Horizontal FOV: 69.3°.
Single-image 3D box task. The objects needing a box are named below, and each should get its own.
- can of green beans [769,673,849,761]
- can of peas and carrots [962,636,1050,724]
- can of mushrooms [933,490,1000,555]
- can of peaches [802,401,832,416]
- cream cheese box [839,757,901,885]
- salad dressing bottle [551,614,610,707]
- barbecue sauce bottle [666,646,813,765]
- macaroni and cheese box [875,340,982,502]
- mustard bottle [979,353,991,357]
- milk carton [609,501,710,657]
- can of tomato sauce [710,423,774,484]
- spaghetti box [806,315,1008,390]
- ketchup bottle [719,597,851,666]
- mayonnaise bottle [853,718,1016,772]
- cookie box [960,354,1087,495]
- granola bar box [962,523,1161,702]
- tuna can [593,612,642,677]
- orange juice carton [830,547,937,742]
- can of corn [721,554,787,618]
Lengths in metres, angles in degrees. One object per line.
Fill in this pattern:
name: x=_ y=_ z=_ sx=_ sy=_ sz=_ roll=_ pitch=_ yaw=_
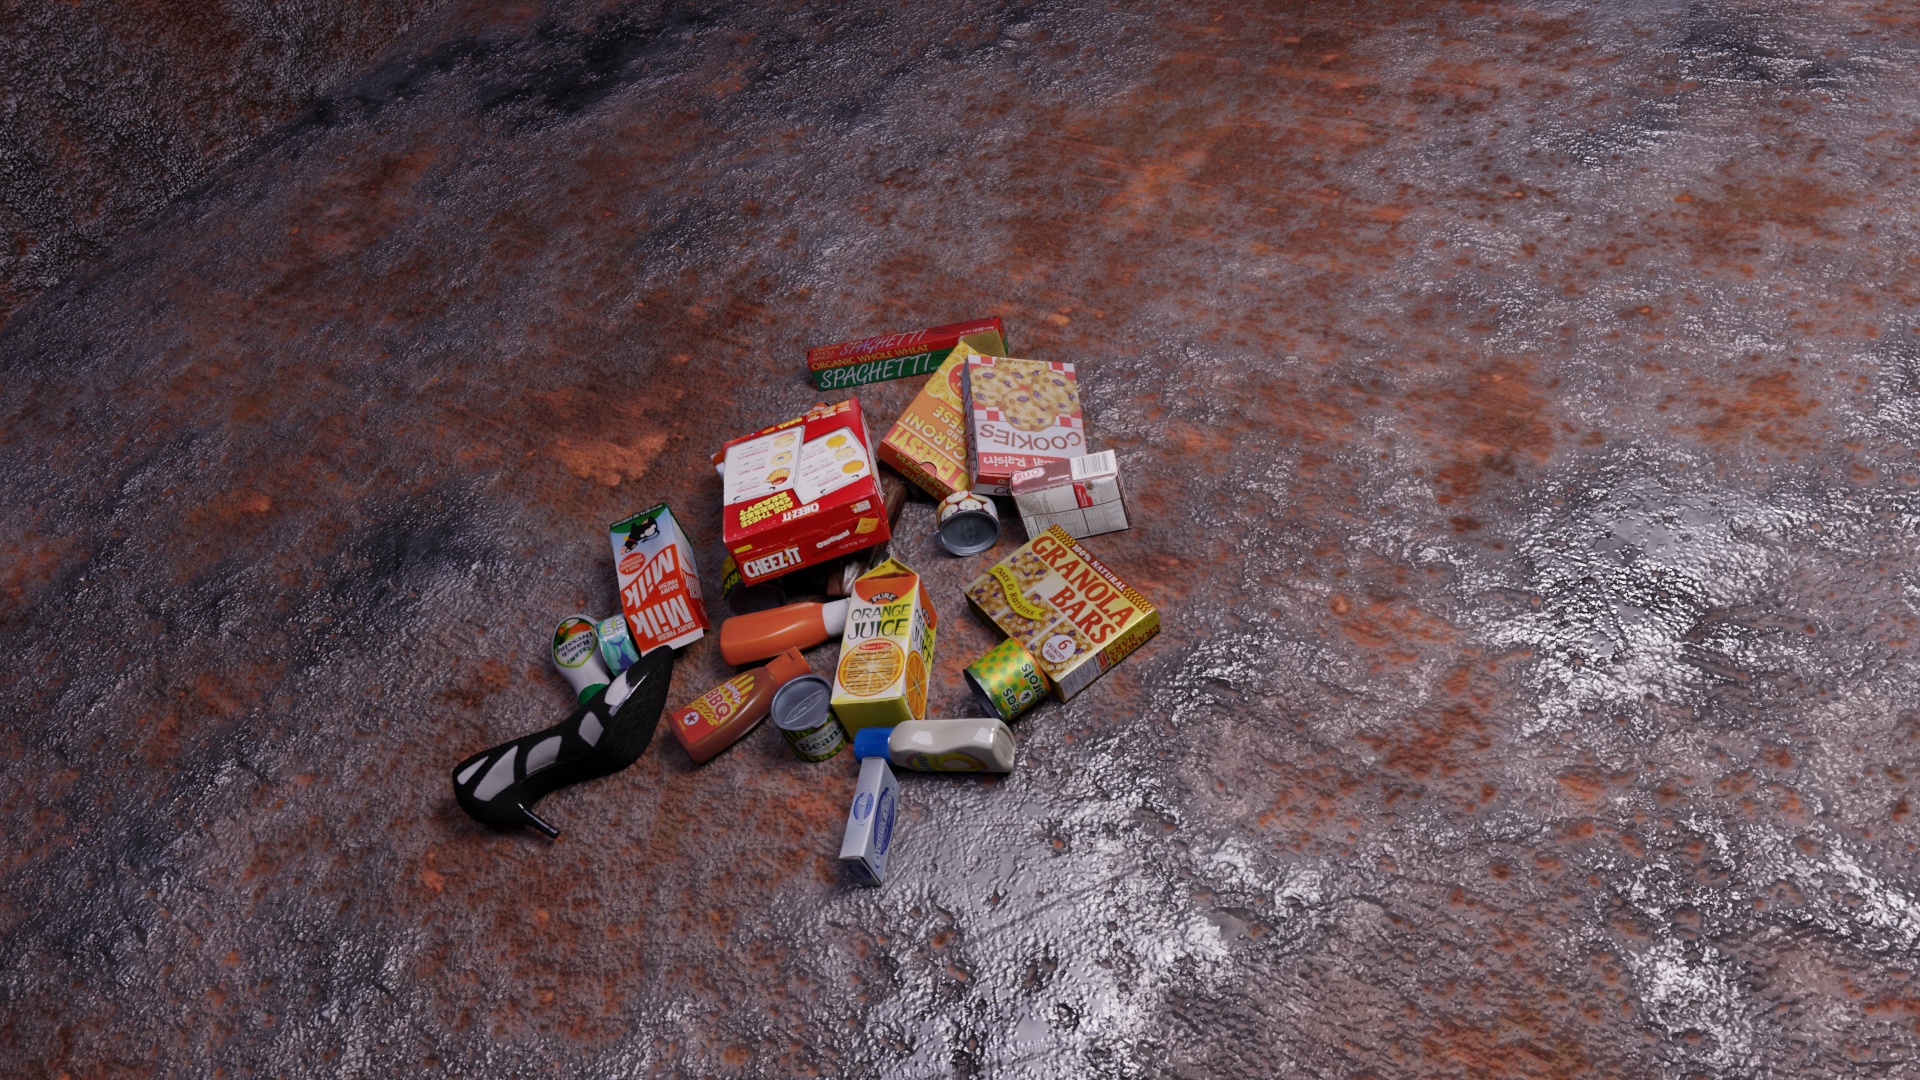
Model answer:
can of green beans: x=-0.146 y=0.174 z=1.360 sx=0.071 sy=0.057 sz=0.071 roll=-10 pitch=46 yaw=11
can of peas and carrots: x=0.045 y=0.135 z=1.320 sx=0.059 sy=0.070 sz=0.071 roll=-34 pitch=46 yaw=-12
can of mushrooms: x=0.005 y=-0.019 z=1.477 sx=0.071 sy=0.070 sz=0.033 roll=-16 pitch=45 yaw=6
can of peaches: x=-0.167 y=-0.122 z=1.634 sx=0.058 sy=0.071 sz=0.071 roll=-43 pitch=49 yaw=-18
cream cheese box: x=-0.080 y=0.255 z=1.264 sx=0.024 sy=0.053 sz=0.104 roll=-5 pitch=47 yaw=19
salad dressing bottle: x=-0.400 y=0.142 z=1.494 sx=0.064 sy=0.043 sz=0.148 roll=-29 pitch=46 yaw=-5
barbecue sauce bottle: x=-0.220 y=0.163 z=1.408 sx=0.149 sy=0.043 sz=0.065 roll=-33 pitch=44 yaw=-12
macaroni and cheese box: x=0.002 y=-0.127 z=1.553 sx=0.124 sy=0.040 sz=0.167 roll=36 pitch=62 yaw=0
mustard bottle: x=-0.011 y=-0.151 z=1.619 sx=0.065 sy=0.048 sz=0.161 roll=13 pitch=55 yaw=32
milk carton: x=-0.330 y=0.053 z=1.530 sx=0.072 sy=0.073 sz=0.191 roll=-23 pitch=45 yaw=-1
can of tomato sauce: x=-0.243 y=-0.090 z=1.637 sx=0.083 sy=0.071 sz=0.071 roll=-28 pitch=45 yaw=-5
spaghetti box: x=-0.067 y=-0.230 z=1.712 sx=0.250 sy=0.050 sz=0.029 roll=-8 pitch=46 yaw=14
ketchup bottle: x=-0.175 y=0.092 z=1.455 sx=0.149 sy=0.043 sz=0.065 roll=-13 pitch=26 yaw=6
mayonnaise bottle: x=-0.026 y=0.193 z=1.299 sx=0.148 sy=0.064 sz=0.041 roll=-5 pitch=55 yaw=22
cookie box: x=0.069 y=-0.123 z=1.504 sx=0.123 sy=0.040 sz=0.168 roll=4 pitch=55 yaw=-12
granola bar box: x=0.099 y=0.069 z=1.381 sx=0.124 sy=0.039 sz=0.166 roll=-35 pitch=46 yaw=-12
tuna can: x=-0.363 y=0.110 z=1.491 sx=0.033 sy=0.070 sz=0.071 roll=-21 pitch=45 yaw=-1
orange juice carton: x=-0.072 y=0.101 z=1.391 sx=0.073 sy=0.071 sz=0.194 roll=-6 pitch=47 yaw=15
can of corn: x=-0.224 y=0.047 z=1.498 sx=0.071 sy=0.071 sz=0.058 roll=-19 pitch=44 yaw=3
